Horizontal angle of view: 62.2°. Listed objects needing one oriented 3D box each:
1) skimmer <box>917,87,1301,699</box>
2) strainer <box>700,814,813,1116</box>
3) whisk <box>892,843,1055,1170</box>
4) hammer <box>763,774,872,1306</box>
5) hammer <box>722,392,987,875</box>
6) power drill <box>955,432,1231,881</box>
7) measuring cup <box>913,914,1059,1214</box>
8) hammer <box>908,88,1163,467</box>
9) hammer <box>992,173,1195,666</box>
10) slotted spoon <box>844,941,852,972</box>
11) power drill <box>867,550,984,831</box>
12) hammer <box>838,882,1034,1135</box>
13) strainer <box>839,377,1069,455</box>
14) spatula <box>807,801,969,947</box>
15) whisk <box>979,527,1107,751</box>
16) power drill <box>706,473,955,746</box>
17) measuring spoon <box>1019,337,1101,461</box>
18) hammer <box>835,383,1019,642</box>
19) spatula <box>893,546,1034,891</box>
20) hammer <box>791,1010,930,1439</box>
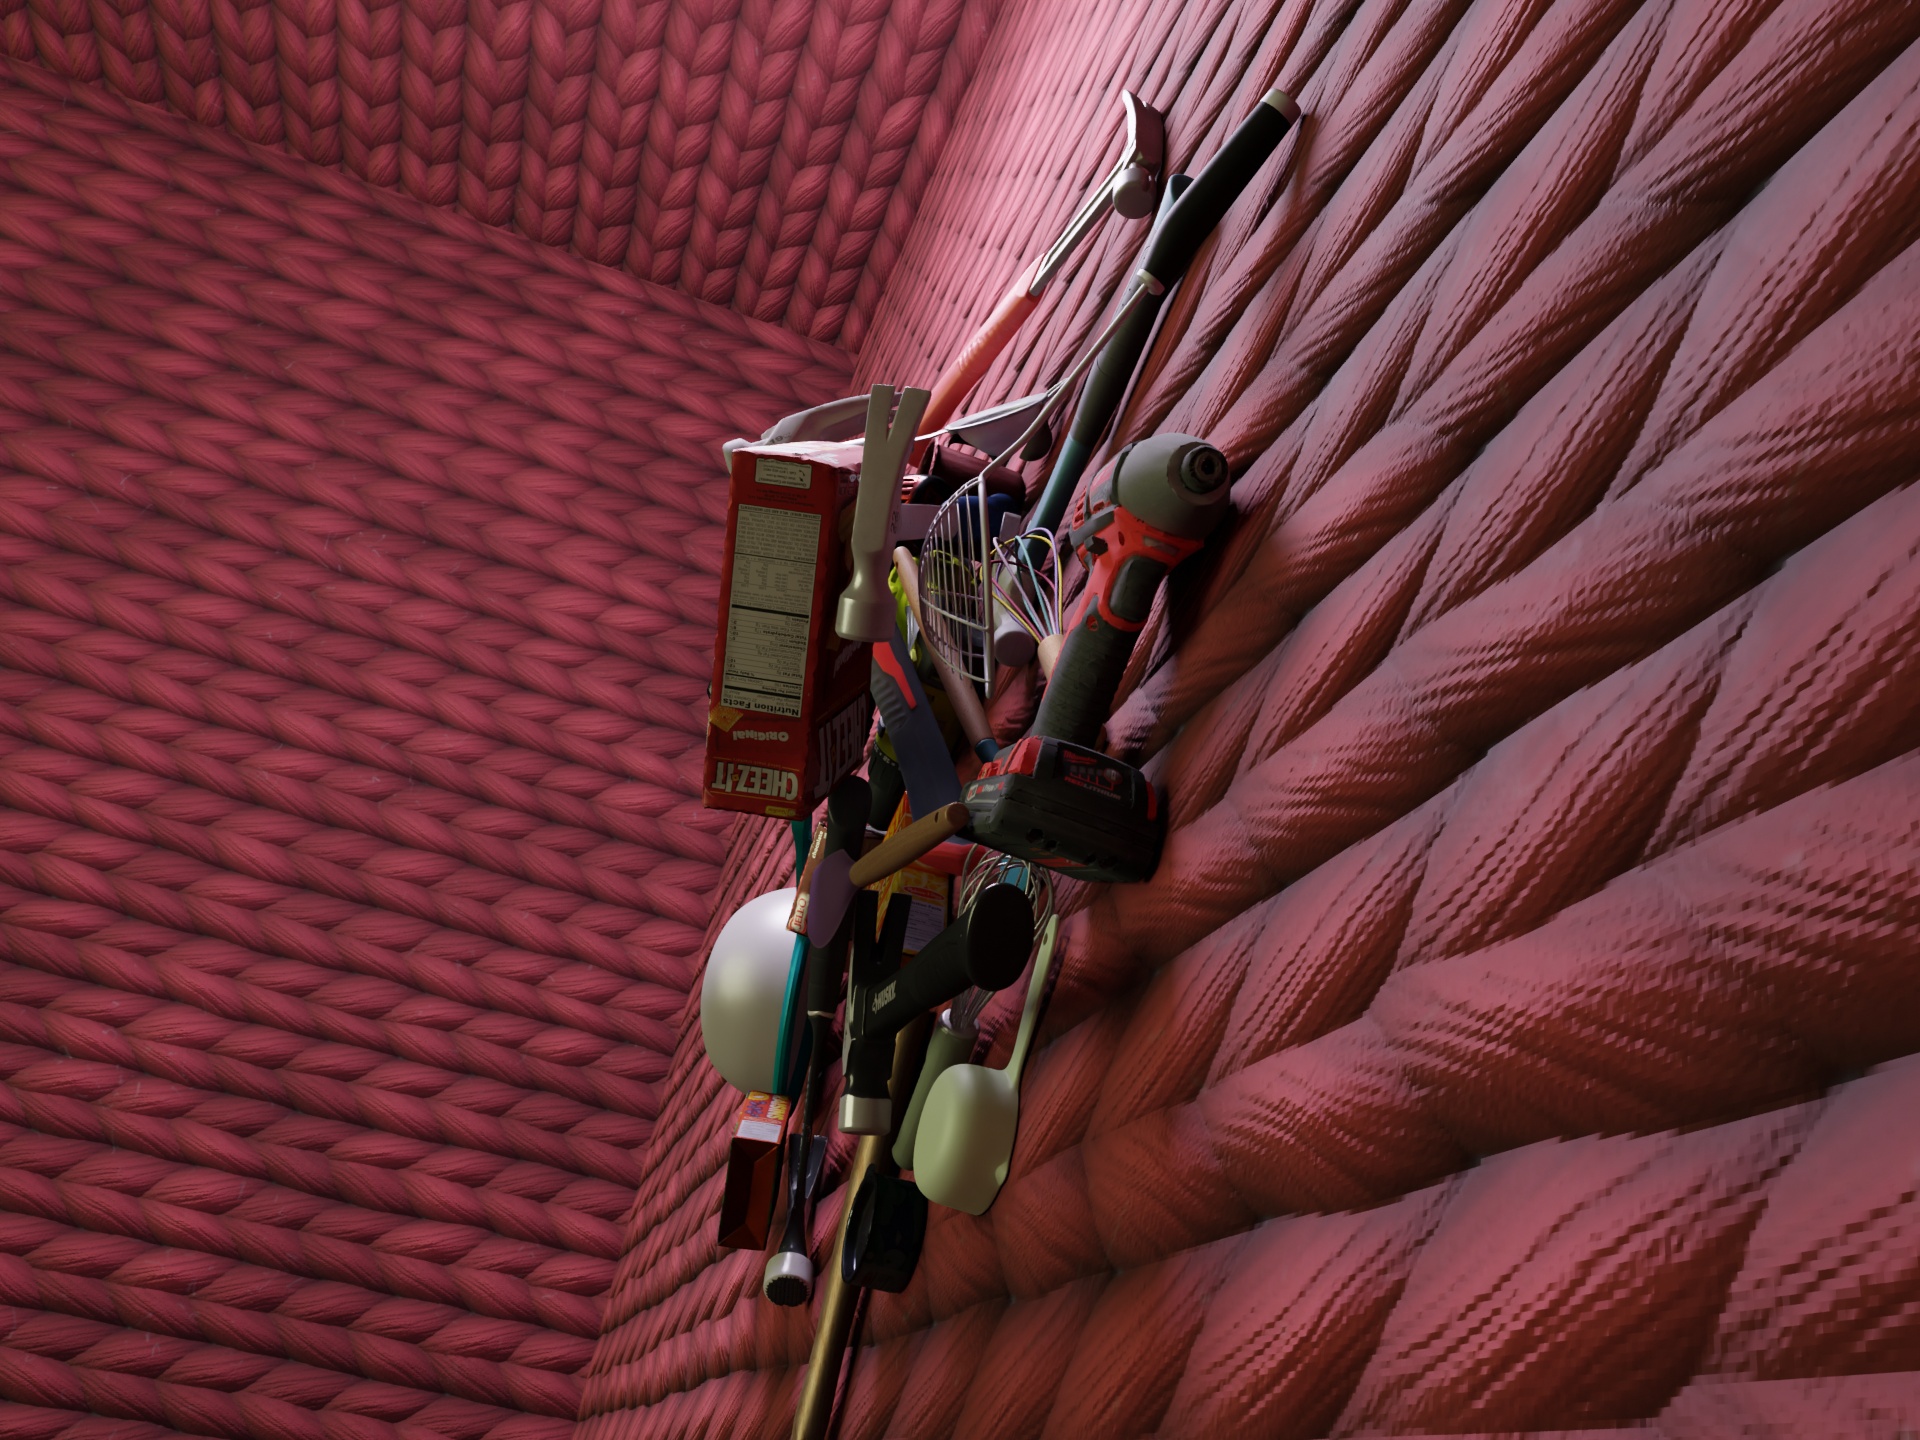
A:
[{"bbox_3d":[0.091,-0.180,0.899,0.363,0.090,0.127,-52,7,9],"label":"skimmer"},{"bbox_3d":[-0.171,0.191,1.357,0.211,0.095,0.340,-78,-5,-48],"label":"strainer"},{"bbox_3d":[0.001,0.167,0.909,0.058,0.059,0.246,-23,-41,-51],"label":"whisk"},{"bbox_3d":[-0.099,0.221,1.140,0.149,0.036,0.408,-89,7,-62],"label":"hammer"},{"bbox_3d":[-0.047,-0.069,1.129,0.038,0.143,0.387,81,167,-63],"label":"hammer"},{"bbox_3d":[0.075,-0.036,0.788,0.143,0.078,0.220,156,133,-76],"label":"power drill"},{"bbox_3d":[0.013,0.178,0.841,0.083,0.038,0.167,-133,59,-77],"label":"measuring cup"},{"bbox_3d":[0.044,-0.339,1.295,0.359,0.036,0.149,-45,27,40],"label":"hammer"},{"bbox_3d":[0.088,-0.202,1.071,0.128,0.033,0.330,-94,24,-58],"label":"hammer"},{"bbox_3d":[-0.099,0.074,1.342,0.070,0.031,0.313,-104,13,-68],"label":"slotted spoon"},{"bbox_3d":[-0.038,-0.035,1.322,0.229,0.080,0.190,-97,28,-59],"label":"power drill"},{"bbox_3d":[-0.020,0.134,0.845,0.334,0.035,0.146,127,148,-67],"label":"hammer"},{"bbox_3d":[-0.035,-0.220,1.256,0.087,0.258,0.050,-111,9,-75],"label":"strainer"},{"bbox_3d":[-0.050,0.086,0.905,0.316,0.018,0.060,141,136,-66],"label":"spatula"},{"bbox_3d":[0.050,-0.052,0.966,0.245,0.047,0.051,-105,19,-56],"label":"whisk"},{"bbox_3d":[-0.114,-0.095,1.242,0.188,0.080,0.227,4,63,37],"label":"power drill"},{"bbox_3d":[0.082,-0.242,1.218,0.124,0.018,0.034,-53,1,43],"label":"measuring spoon"},{"bbox_3d":[-0.009,-0.140,1.073,0.405,0.035,0.144,-33,-48,-76],"label":"hammer"},{"bbox_3d":[-0.002,-0.003,1.026,0.082,0.044,0.318,113,145,-42],"label":"spatula"},{"bbox_3d":[-0.070,0.344,1.018,0.130,0.031,0.331,137,148,-69],"label":"hammer"}]
